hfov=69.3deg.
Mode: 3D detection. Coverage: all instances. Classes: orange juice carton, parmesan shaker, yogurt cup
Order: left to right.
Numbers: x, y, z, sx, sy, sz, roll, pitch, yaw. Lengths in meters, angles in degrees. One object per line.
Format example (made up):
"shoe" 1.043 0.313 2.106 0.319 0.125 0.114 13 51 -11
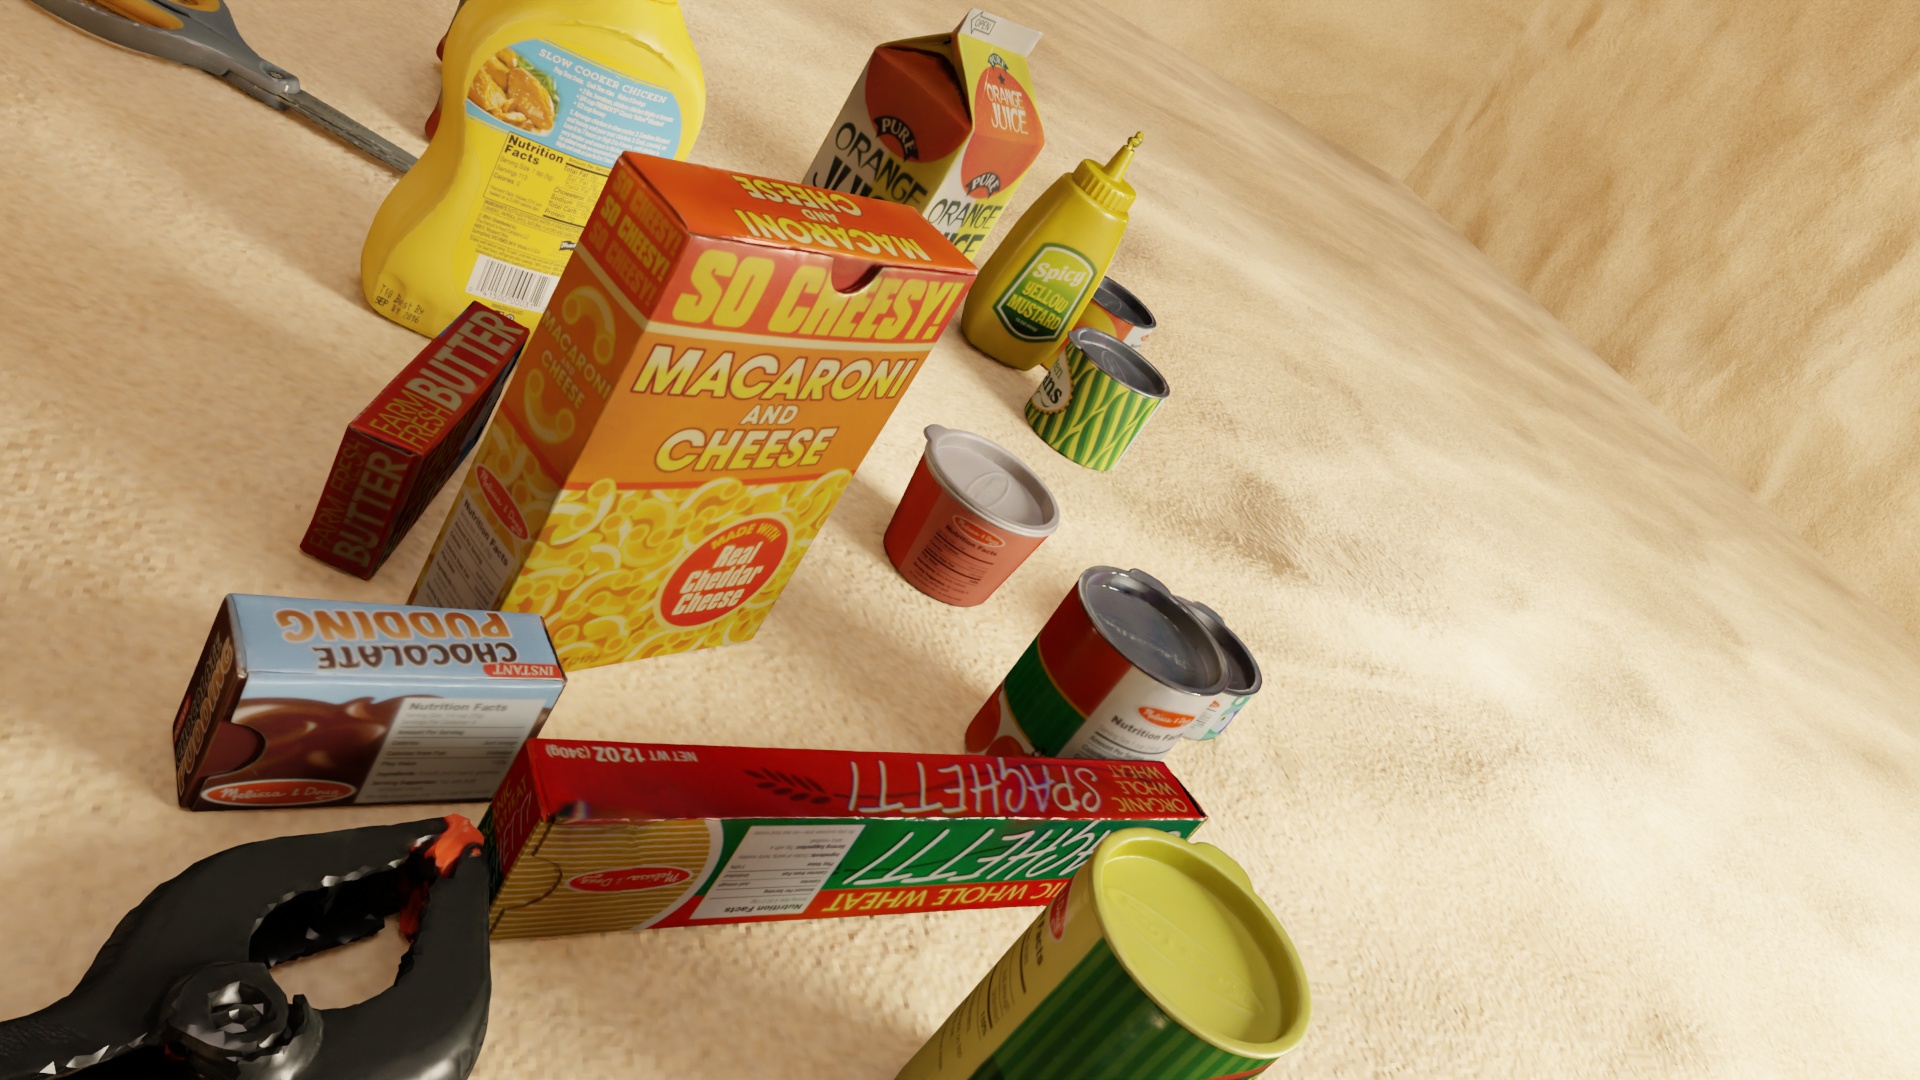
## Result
"orange juice carton" -0.026 -0.179 0.706 0.073 0.191 0.072 45 28 19
"yogurt cup" 0.002 -0.008 0.612 0.072 0.053 0.073 27 28 -15
"parmesan shaker" 0.034 0.133 0.366 0.071 0.102 0.071 27 28 -15

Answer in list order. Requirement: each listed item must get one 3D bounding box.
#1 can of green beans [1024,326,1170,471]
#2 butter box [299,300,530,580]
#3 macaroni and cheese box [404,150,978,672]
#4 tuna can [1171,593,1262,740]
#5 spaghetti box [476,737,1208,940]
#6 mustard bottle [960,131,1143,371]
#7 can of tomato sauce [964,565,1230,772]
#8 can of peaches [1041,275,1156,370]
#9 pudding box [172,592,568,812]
"can of green beans" 0.080 -0.083 0.817 0.071 0.057 0.071 27 28 -15
"butter box" -0.177 -0.036 0.457 0.024 0.053 0.104 29 27 -13
"macaroni and cheese box" -0.081 -0.031 0.432 0.040 0.165 0.124 48 29 24
"tuna can" 0.104 0.057 0.645 0.071 0.032 0.071 27 28 -15
"spaghetti box" -0.023 0.091 0.428 0.250 0.050 0.029 9 36 -40
"mustard bottle" 0.062 -0.179 0.841 0.065 0.159 0.049 23 29 -23
"can of tomato sauce" 0.049 0.060 0.523 0.071 0.082 0.071 27 28 -15
"can of peaches" 0.083 -0.139 0.912 0.071 0.057 0.071 27 28 -15
"pudding box" -0.152 0.043 0.361 0.084 0.049 0.030 7 38 -43
